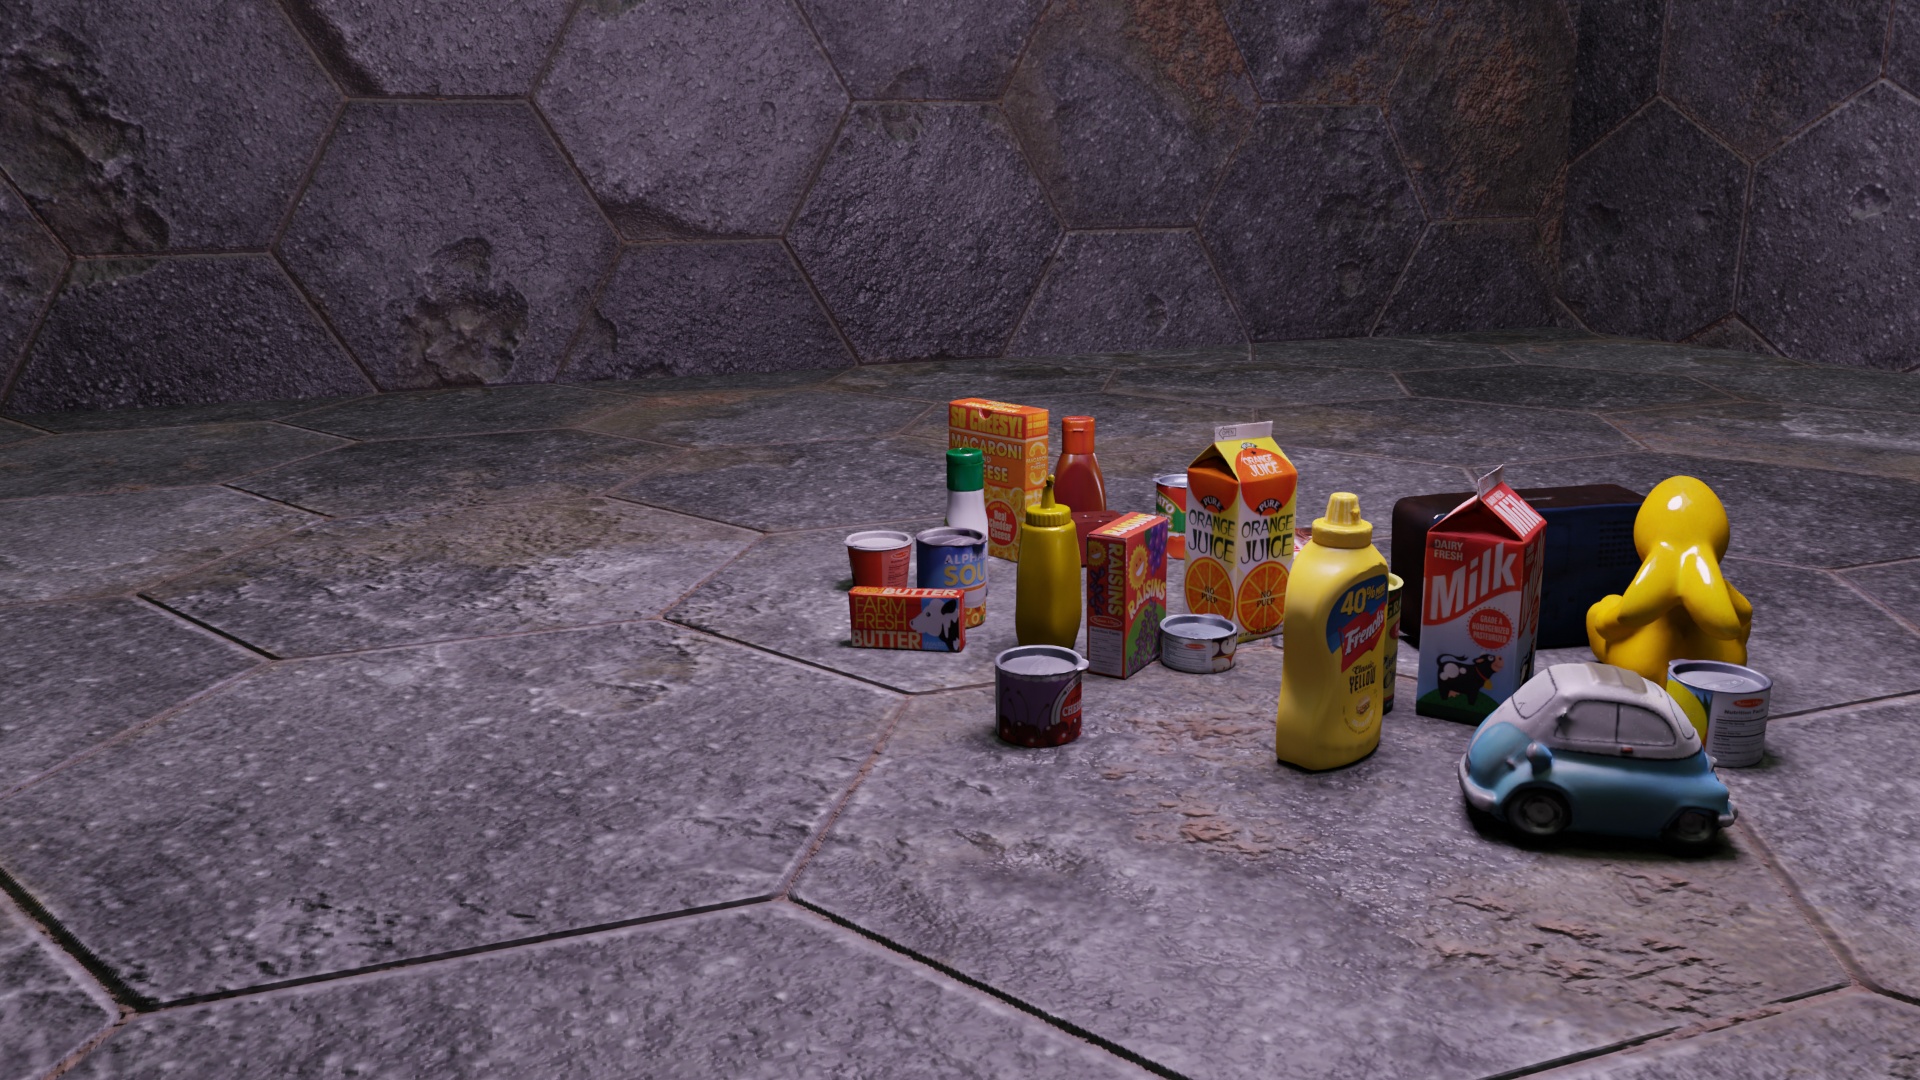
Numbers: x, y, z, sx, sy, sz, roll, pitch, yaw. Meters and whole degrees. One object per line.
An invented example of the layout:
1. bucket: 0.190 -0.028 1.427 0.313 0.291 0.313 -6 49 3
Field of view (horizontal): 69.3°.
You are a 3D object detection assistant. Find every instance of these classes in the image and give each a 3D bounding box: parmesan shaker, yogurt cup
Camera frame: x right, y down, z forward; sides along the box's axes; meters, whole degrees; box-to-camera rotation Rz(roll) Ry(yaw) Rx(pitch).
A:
1. parmesan shaker: 0.310 0.079 1.091 0.071 0.102 0.071 -1 14 0
2. yogurt cup: -0.082 0.023 1.419 0.072 0.053 0.072 -1 14 0

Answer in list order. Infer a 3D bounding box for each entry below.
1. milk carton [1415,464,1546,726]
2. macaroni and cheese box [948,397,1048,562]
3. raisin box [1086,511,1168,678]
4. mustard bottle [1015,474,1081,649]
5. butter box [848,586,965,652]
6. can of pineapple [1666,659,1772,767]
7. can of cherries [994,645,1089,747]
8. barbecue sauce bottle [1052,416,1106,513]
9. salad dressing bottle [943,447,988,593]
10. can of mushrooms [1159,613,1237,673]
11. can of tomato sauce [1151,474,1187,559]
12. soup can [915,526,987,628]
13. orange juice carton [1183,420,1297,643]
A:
1. milk carton: 0.398 0.041 1.060 0.073 0.190 0.072 9 17 33
2. macaroni and cheese box: 0.041 -0.067 1.538 0.040 0.166 0.124 -14 19 -42
3. raisin box: 0.143 0.045 1.186 0.040 0.123 0.086 8 17 32
4. mustard bottle: 0.077 0.019 1.217 0.049 0.159 0.065 7 16 27
5. butter box: -0.048 0.070 1.241 0.103 0.053 0.024 2 14 10
6. can of pineapple: 0.542 0.123 0.999 0.071 0.057 0.071 -1 14 0
7. can of cherries: 0.061 0.117 1.045 0.071 0.058 0.072 -1 14 0
8. barbecue sauce bottle: 0.131 -0.063 1.553 0.065 0.148 0.044 1 14 5
9. salad dressing bottle: 0.005 -0.017 1.385 0.044 0.147 0.064 -4 15 -13
10. can of mushrooms: 0.206 0.088 1.198 0.071 0.033 0.071 -1 15 0
11. can of tomato sauce: 0.247 -0.027 1.536 0.071 0.083 0.071 -1 14 0
12. soup can: -0.007 0.036 1.308 0.071 0.083 0.071 -1 14 0
13. orange juice carton: 0.254 -0.011 1.262 0.072 0.192 0.073 -9 16 -30
